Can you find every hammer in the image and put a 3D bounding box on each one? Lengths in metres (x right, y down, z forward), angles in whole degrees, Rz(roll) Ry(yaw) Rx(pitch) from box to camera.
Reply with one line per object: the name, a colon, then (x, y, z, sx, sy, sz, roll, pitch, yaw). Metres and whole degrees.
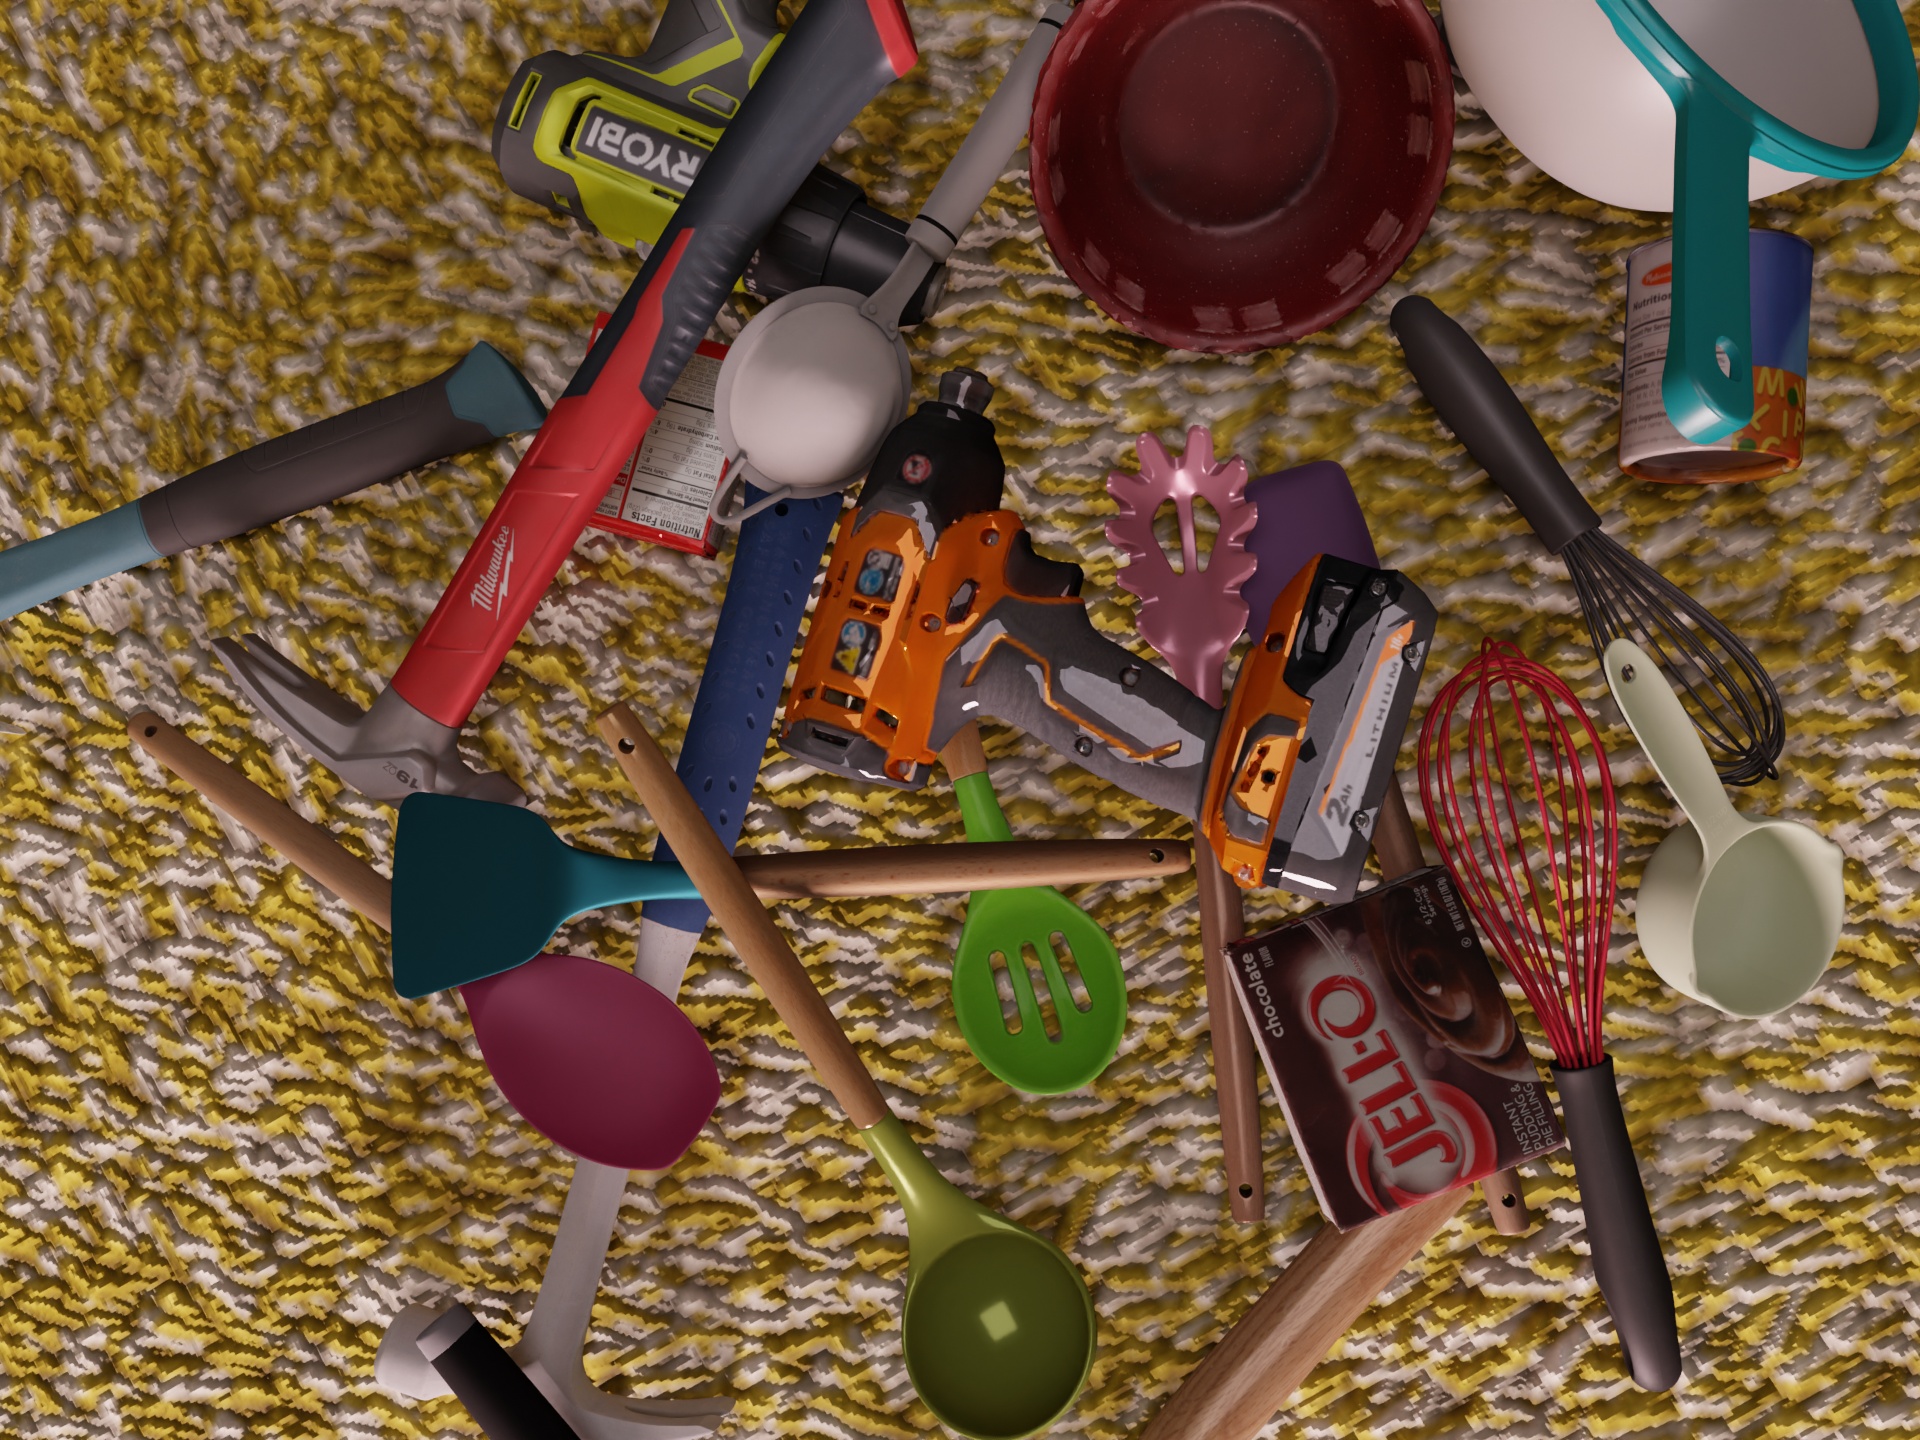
hammer: (-0.339, -0.091, 0.693, 0.331, 0.033, 0.128, -20, 83, 4)
hammer: (0.079, 0.293, 0.625, 0.130, 0.031, 0.331, 41, 90, 7)
hammer: (-0.151, -0.135, 0.629, 0.143, 0.038, 0.386, 36, 103, 3)
hammer: (-0.116, 0.096, 0.656, 0.144, 0.035, 0.405, 15, 88, 7)

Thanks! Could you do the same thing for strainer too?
strainer: (0.234, -0.214, 0.564, 0.211, 0.095, 0.341, 27, 59, -19)
strainer: (-0.016, -0.180, 0.617, 0.050, 0.086, 0.258, 32, 90, 46)

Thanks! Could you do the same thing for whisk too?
whisk: (0.233, 0.112, 0.610, 0.073, 0.073, 0.296, -13, 90, 5)
whisk: (0.244, -0.074, 0.630, 0.055, 0.055, 0.239, -33, 79, 3)

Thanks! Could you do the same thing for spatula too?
spatula: (-0.069, 0.060, 0.624, 0.317, 0.044, 0.082, -2, 78, -3)
spatula: (0.173, 0.049, 0.639, 0.060, 0.018, 0.316, -17, 83, 6)

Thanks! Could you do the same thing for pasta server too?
pasta server: (0.100, 0.042, 0.638, 0.060, 0.040, 0.316, -5, 87, 13)

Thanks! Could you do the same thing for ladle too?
ladle: (-0.046, 0.133, 0.594, 0.078, 0.062, 0.320, -30, 102, 3)

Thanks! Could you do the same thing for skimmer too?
skimmer: (-0.106, 0.387, 0.591, 0.363, 0.090, 0.127, 52, 130, 1)

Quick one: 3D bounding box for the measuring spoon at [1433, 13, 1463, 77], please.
measuring spoon: (0.170, -0.284, 0.668, 0.124, 0.018, 0.034, 6, 84, 13)

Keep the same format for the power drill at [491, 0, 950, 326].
power drill: (-0.064, -0.288, 0.659, 0.190, 0.080, 0.228, 23, 91, 2)

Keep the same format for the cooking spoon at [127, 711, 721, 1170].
cooking spoon: (-0.230, 0.079, 0.653, 0.319, 0.017, 0.069, 31, 74, 16)

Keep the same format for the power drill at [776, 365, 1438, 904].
power drill: (0.055, -0.034, 0.594, 0.226, 0.084, 0.164, 17, 91, 16)

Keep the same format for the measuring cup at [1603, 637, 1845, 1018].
measuring cup: (0.268, 0.036, 0.592, 0.083, 0.038, 0.167, -39, 107, -12)

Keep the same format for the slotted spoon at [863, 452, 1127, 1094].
slotted spoon: (-0.001, -0.002, 0.657, 0.070, 0.031, 0.314, -17, 83, 4)
